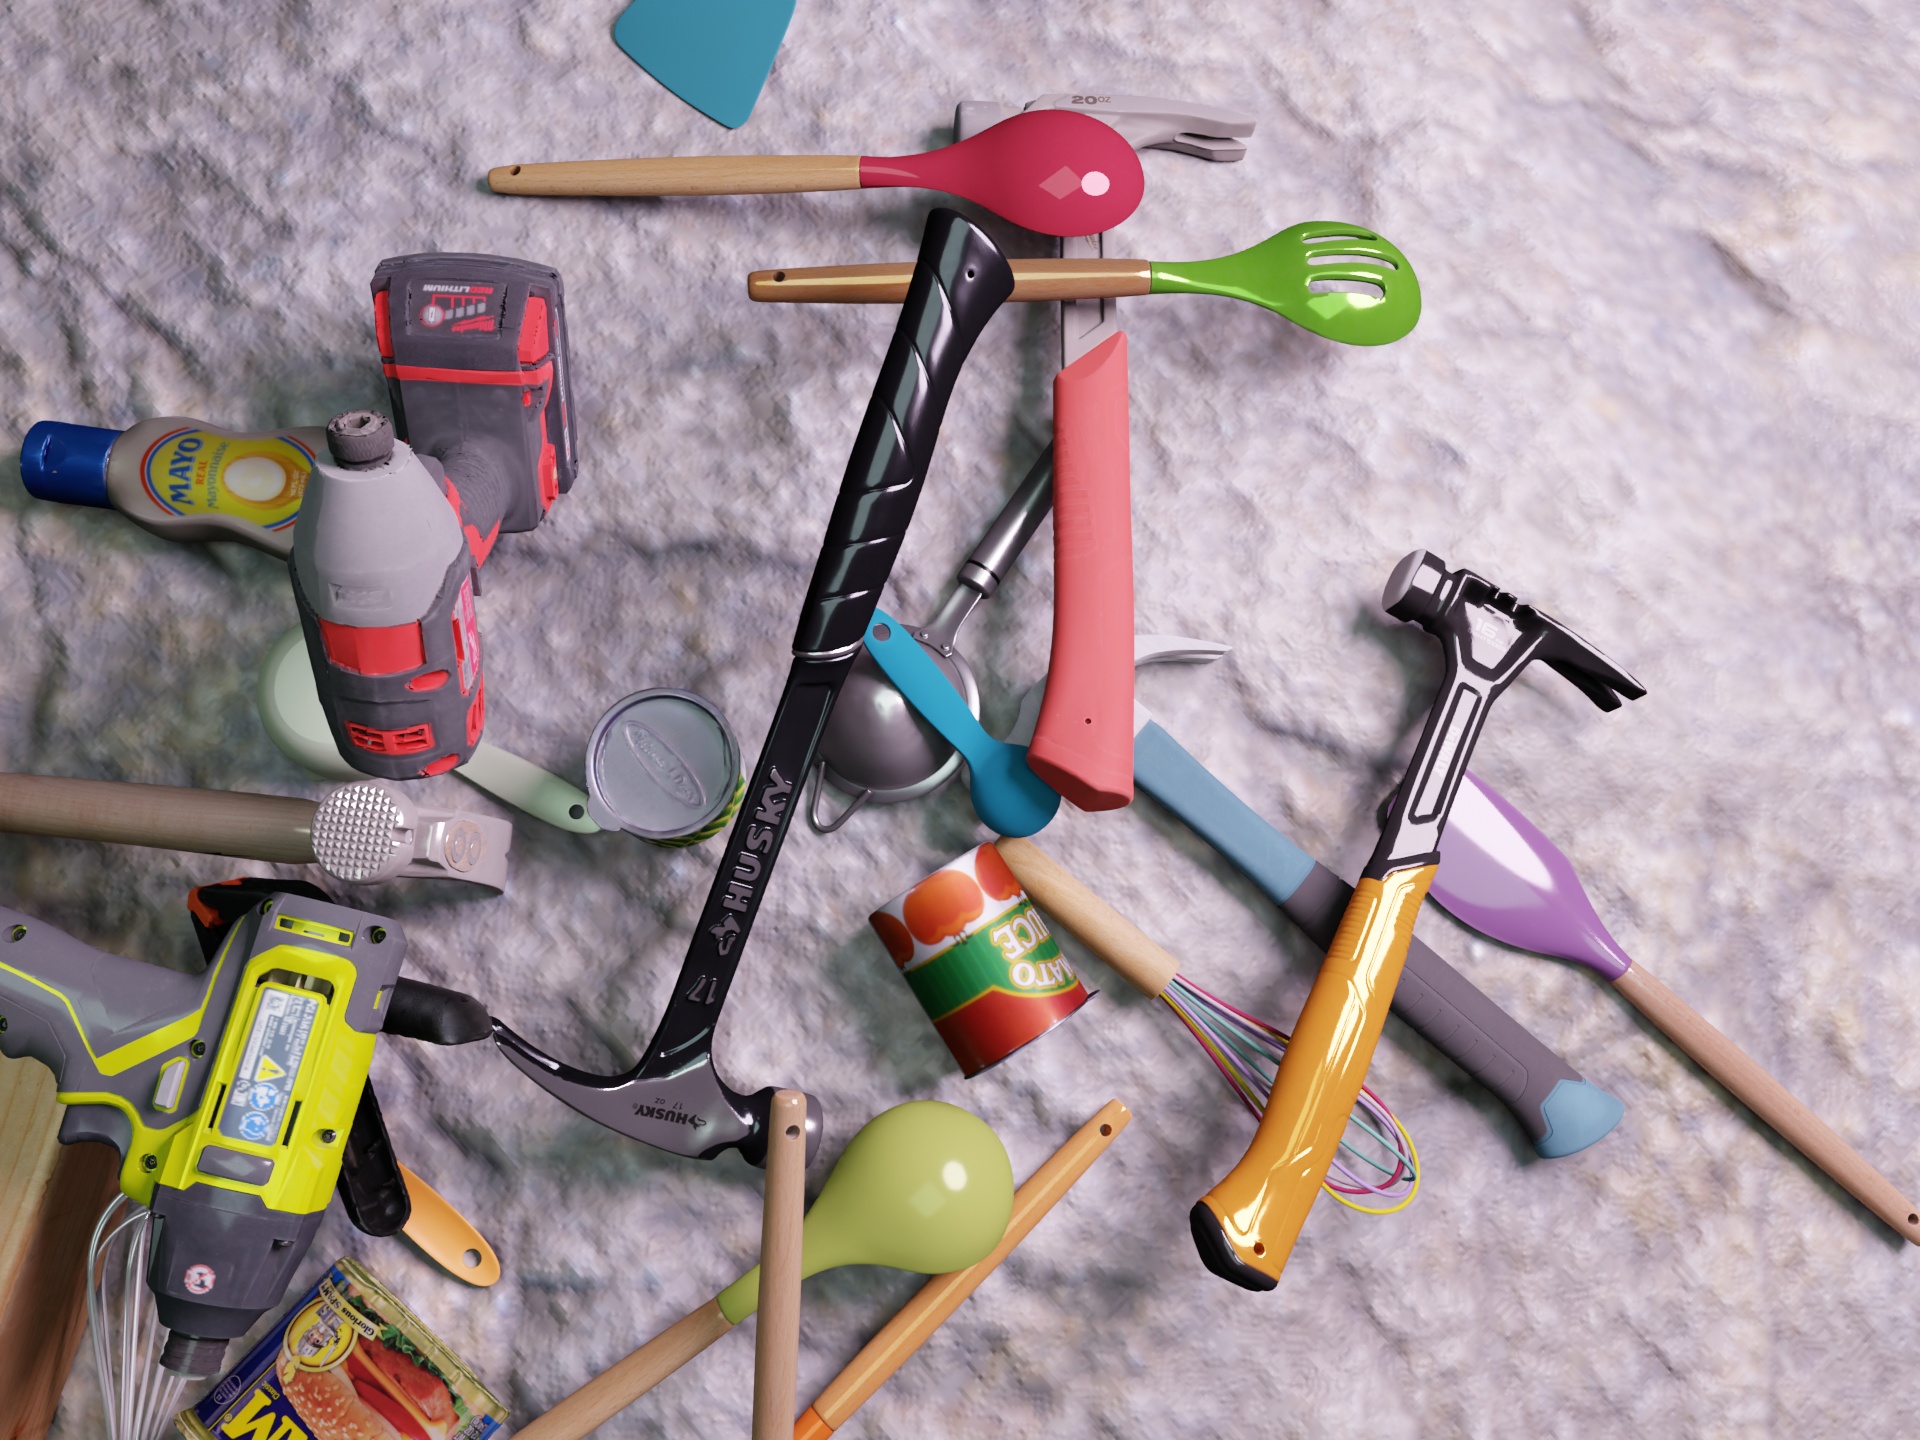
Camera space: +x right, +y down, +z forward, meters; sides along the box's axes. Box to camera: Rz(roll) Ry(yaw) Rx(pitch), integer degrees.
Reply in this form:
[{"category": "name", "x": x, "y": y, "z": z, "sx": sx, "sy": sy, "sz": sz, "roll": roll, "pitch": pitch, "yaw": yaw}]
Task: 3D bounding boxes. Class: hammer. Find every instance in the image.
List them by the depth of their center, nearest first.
[{"category": "hammer", "x": -0.067, "y": -0.014, "z": 0.664, "sx": 0.149, "sy": 0.036, "sz": 0.409, "roll": 19, "pitch": 92, "yaw": -24}, {"category": "hammer", "x": -0.400, "y": 0.036, "z": 0.672, "sx": 0.410, "sy": 0.146, "sz": 0.038, "roll": 5, "pitch": 81, "yaw": 6}, {"category": "hammer", "x": 0.191, "y": 0.090, "z": 0.698, "sx": 0.127, "sy": 0.034, "sz": 0.337, "roll": 29, "pitch": 71, "yaw": -3}, {"category": "hammer", "x": 0.165, "y": 0.085, "z": 0.736, "sx": 0.331, "sy": 0.033, "sz": 0.128, "roll": 40, "pitch": 81, "yaw": 2}, {"category": "hammer", "x": 0.070, "y": -0.135, "z": 0.737, "sx": 0.149, "sy": 0.036, "sz": 0.359, "roll": 2, "pitch": 71, "yaw": -4}]

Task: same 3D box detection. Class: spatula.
[{"category": "spatula", "x": -0.043, "y": 0.282, "z": 0.692, "sx": 0.322, "sy": 0.041, "sz": 0.081, "roll": -42, "pitch": 88, "yaw": -14}, {"category": "spatula", "x": 0.329, "y": 0.136, "z": 0.748, "sx": 0.316, "sy": 0.018, "sz": 0.060, "roll": 41, "pitch": 83, "yaw": 4}, {"category": "spatula", "x": -0.048, "y": -0.440, "z": 0.812, "sx": 0.082, "sy": 0.044, "sz": 0.317, "roll": 37, "pitch": 75, "yaw": 3}]

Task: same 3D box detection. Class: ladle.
[{"category": "ladle", "x": -0.116, "y": 0.270, "z": 0.681, "sx": 0.320, "sy": 0.062, "sz": 0.078, "roll": -35, "pitch": 54, "yaw": -2}, {"category": "ladle", "x": -0.072, "y": -0.259, "z": 0.751, "sx": 0.315, "sy": 0.031, "sz": 0.069, "roll": 1, "pitch": 70, "yaw": 7}]

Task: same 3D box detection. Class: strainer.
[{"category": "strainer", "x": 0.002, "y": -0.061, "z": 0.745, "sx": 0.087, "sy": 0.050, "sz": 0.258, "roll": 30, "pitch": 76, "yaw": 15}]

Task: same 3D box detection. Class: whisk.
[{"category": "whisk", "x": -0.341, "y": 0.307, "z": 0.653, "sx": 0.057, "sy": 0.059, "sz": 0.246, "roll": 11, "pitch": 82, "yaw": -41}, {"category": "whisk", "x": 0.109, "y": 0.135, "z": 0.719, "sx": 0.245, "sy": 0.051, "sz": 0.047, "roll": 39, "pitch": 85, "yaw": 5}]

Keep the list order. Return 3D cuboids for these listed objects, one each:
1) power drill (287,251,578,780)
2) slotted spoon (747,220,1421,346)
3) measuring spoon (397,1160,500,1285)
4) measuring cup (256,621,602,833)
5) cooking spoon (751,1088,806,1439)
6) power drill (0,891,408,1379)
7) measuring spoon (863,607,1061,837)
[{"category": "power drill", "x": -0.210, "y": -0.096, "z": 0.635, "sx": 0.078, "sy": 0.143, "sz": 0.220, "roll": 2, "pitch": 40, "yaw": -5}, {"category": "slotted spoon", "x": 0.060, "y": -0.200, "z": 0.726, "sx": 0.313, "sy": 0.031, "sz": 0.070, "roll": -2, "pitch": 66, "yaw": -4}, {"category": "measuring spoon", "x": -0.245, "y": 0.205, "z": 0.695, "sx": 0.117, "sy": 0.011, "sz": 0.021, "roll": 43, "pitch": 80, "yaw": -1}, {"category": "measuring cup", "x": -0.236, "y": 0.008, "z": 0.712, "sx": 0.167, "sy": 0.038, "sz": 0.083, "roll": 27, "pitch": 80, "yaw": 2}, {"category": "cooking spoon", "x": -0.077, "y": 0.307, "z": 0.645, "sx": 0.068, "sy": 0.017, "sz": 0.319, "roll": 1, "pitch": 95, "yaw": -25}, {"category": "power drill", "x": -0.335, "y": 0.130, "z": 0.575, "sx": 0.223, "sy": 0.080, "sz": 0.171, "roll": 15, "pitch": 77, "yaw": -7}, {"category": "measuring spoon", "x": -0.001, "y": -0.002, "z": 0.699, "sx": 0.042, "sy": 0.021, "sz": 0.128, "roll": -43, "pitch": 95, "yaw": -18}]
